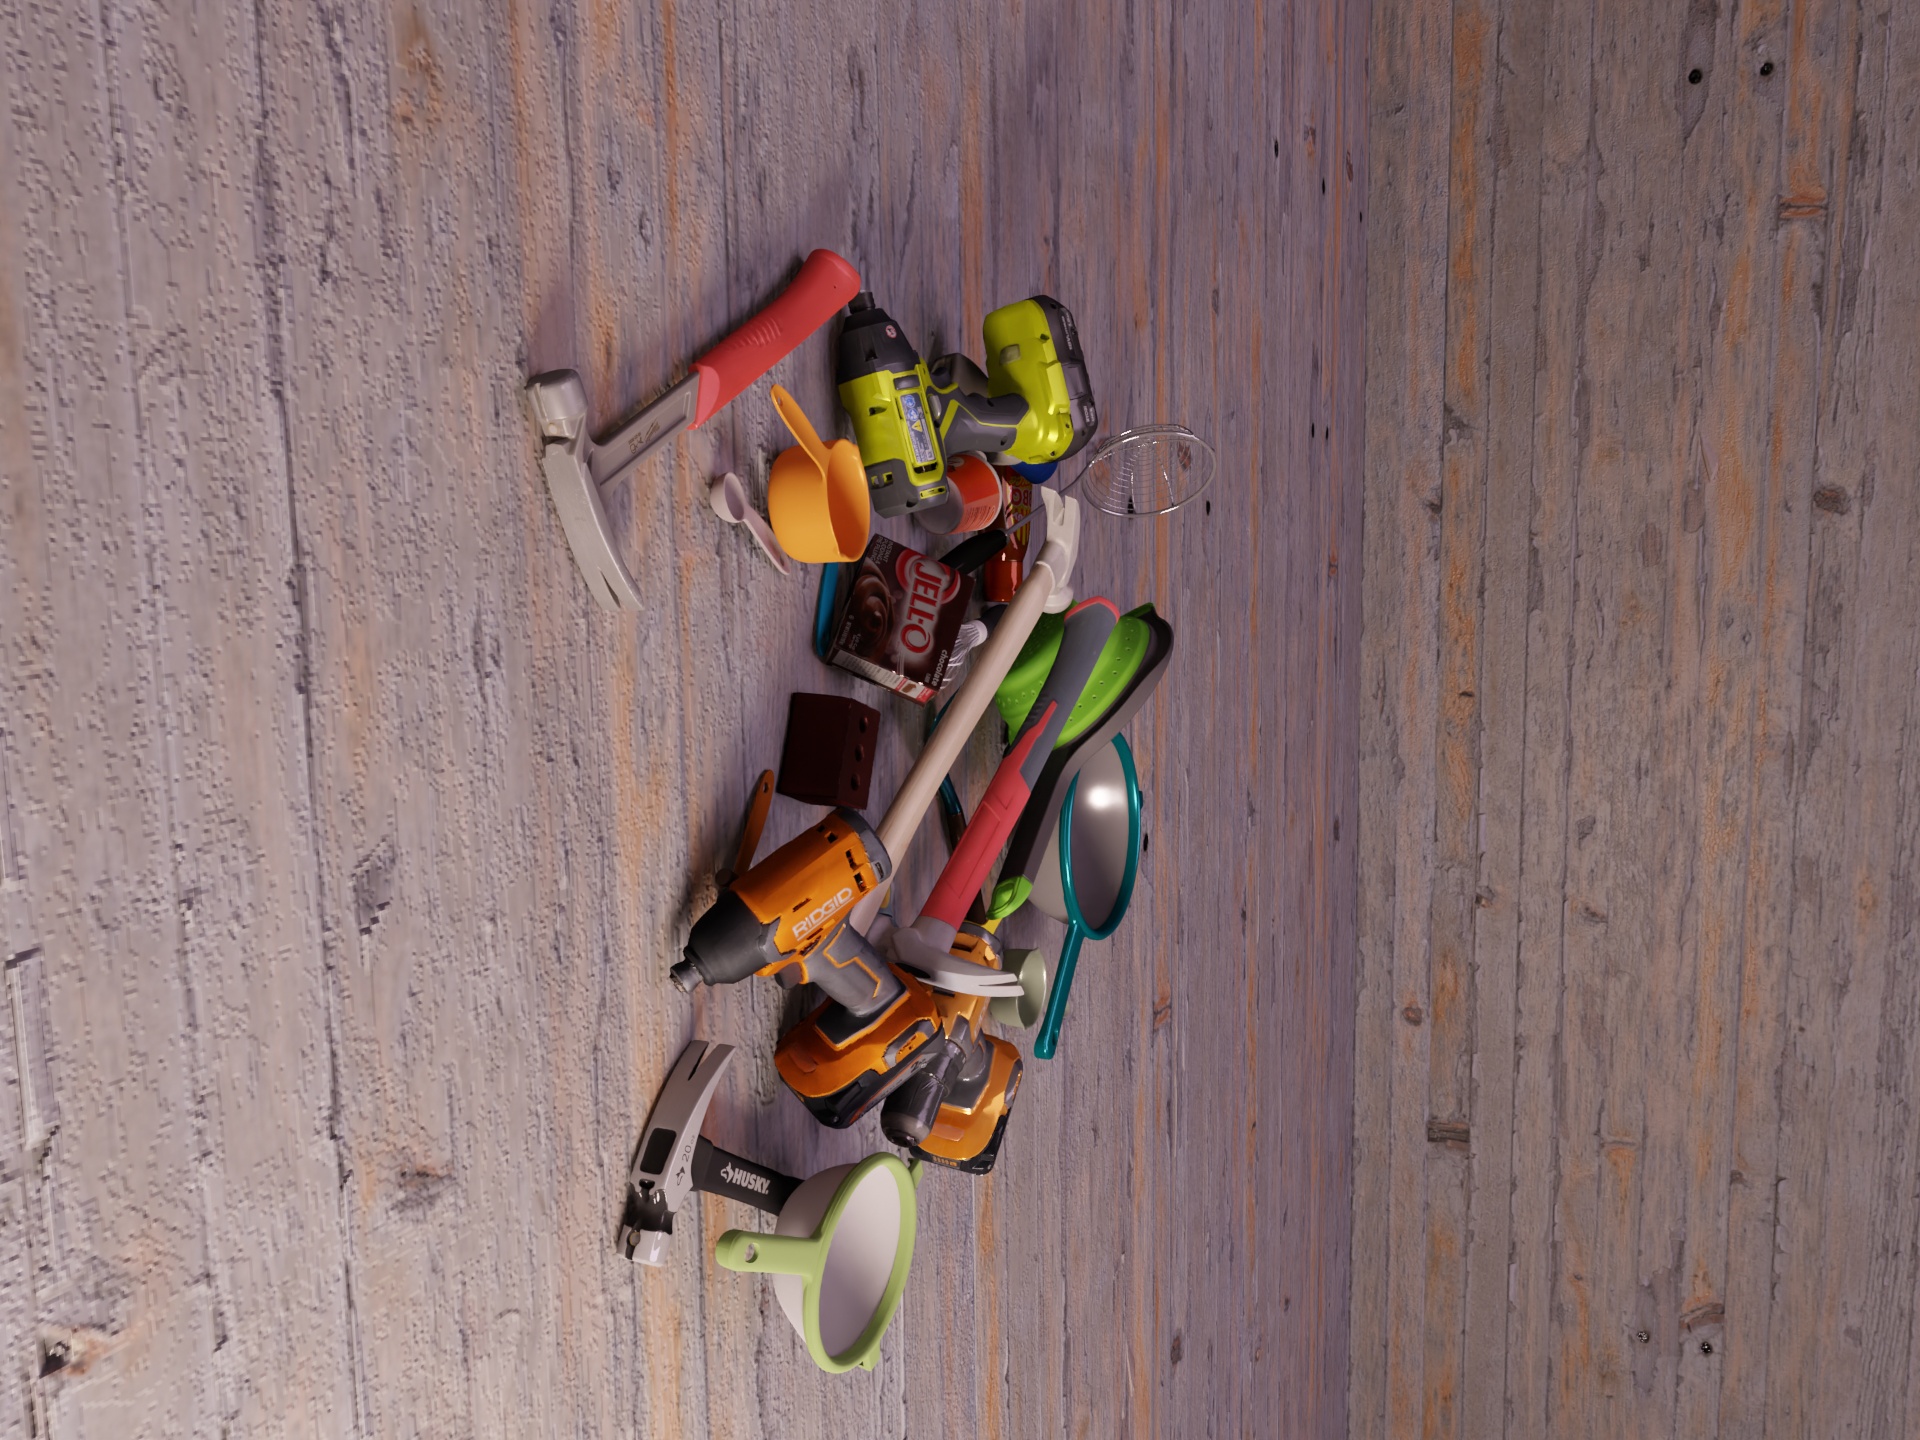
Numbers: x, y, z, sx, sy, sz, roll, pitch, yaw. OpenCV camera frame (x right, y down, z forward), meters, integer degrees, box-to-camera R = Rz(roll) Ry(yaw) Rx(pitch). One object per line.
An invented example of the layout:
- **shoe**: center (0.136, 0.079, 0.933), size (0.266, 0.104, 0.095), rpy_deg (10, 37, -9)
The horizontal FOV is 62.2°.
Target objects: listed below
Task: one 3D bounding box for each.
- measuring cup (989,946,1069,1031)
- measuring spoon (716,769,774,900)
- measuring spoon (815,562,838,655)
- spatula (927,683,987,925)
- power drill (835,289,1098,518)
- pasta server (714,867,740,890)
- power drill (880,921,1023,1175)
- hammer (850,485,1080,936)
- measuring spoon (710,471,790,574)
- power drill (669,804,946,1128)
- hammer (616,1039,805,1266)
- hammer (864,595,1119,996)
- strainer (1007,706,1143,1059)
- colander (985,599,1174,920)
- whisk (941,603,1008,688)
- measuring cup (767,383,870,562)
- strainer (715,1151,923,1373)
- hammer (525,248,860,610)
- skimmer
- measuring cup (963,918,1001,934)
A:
- **measuring cup**: center (0.070, 0.274, 1.588), size (0.167, 0.038, 0.083), rpy_deg (43, 54, -61)
- **measuring spoon**: center (-0.152, 0.085, 1.126), size (0.021, 0.011, 0.117), rpy_deg (63, 34, -51)
- **measuring spoon**: center (-0.092, -0.111, 1.217), size (0.042, 0.021, 0.129), rpy_deg (29, 65, -62)
- **spatula**: center (0.007, 0.104, 1.428), size (0.082, 0.044, 0.317), rpy_deg (-49, 137, -47)
- **power drill**: center (0.001, -0.267, 1.277), size (0.223, 0.080, 0.171), rpy_deg (-22, 101, -42)
- **pasta server**: center (-0.108, 0.180, 1.198), size (0.315, 0.040, 0.060), rpy_deg (52, 46, -53)
- **power drill**: center (-0.010, 0.299, 1.319), size (0.226, 0.084, 0.185), rpy_deg (82, 24, -50)
- **hammer**: center (-0.002, -0.004, 1.273), size (0.411, 0.038, 0.146), rpy_deg (-60, 164, -28)
- **measuring spoon**: center (-0.147, -0.132, 1.112), size (0.124, 0.018, 0.034), rpy_deg (55, 30, -62)
- **power drill**: center (-0.105, 0.184, 1.111), size (0.164, 0.084, 0.226), rpy_deg (-36, 134, -20)
- **hammer**: center (-0.133, 0.339, 1.160), size (0.334, 0.035, 0.146), rpy_deg (48, 50, -57)
- **hammer**: center (0.059, 0.050, 1.313), size (0.386, 0.143, 0.038), rpy_deg (-60, 147, -29)
- **strainer**: center (0.086, 0.162, 1.540), size (0.210, 0.095, 0.341), rpy_deg (57, 43, -50)
- **colander**: center (0.068, 0.007, 1.431), size (0.094, 0.204, 0.397), rpy_deg (43, 44, -19)
- **whisk**: center (0.000, -0.070, 1.387), size (0.284, 0.070, 0.070), rpy_deg (-30, 119, -67)
- **measuring cup**: center (-0.116, -0.175, 1.109), size (0.173, 0.052, 0.095), rpy_deg (56, 36, -57)
- **strainer**: center (-0.114, 0.359, 1.082), size (0.256, 0.069, 0.151), rpy_deg (40, 60, -59)
- **hammer**: center (-0.156, -0.221, 1.054), size (0.359, 0.037, 0.149), rpy_deg (-55, 140, -48)
- **skimmer**: center (0.094, -0.170, 1.428), size (0.363, 0.090, 0.127), rpy_deg (-38, 169, -36)
- **measuring cup**: center (0.025, 0.169, 1.448), size (0.156, 0.029, 0.062), rpy_deg (-58, 142, -23)
